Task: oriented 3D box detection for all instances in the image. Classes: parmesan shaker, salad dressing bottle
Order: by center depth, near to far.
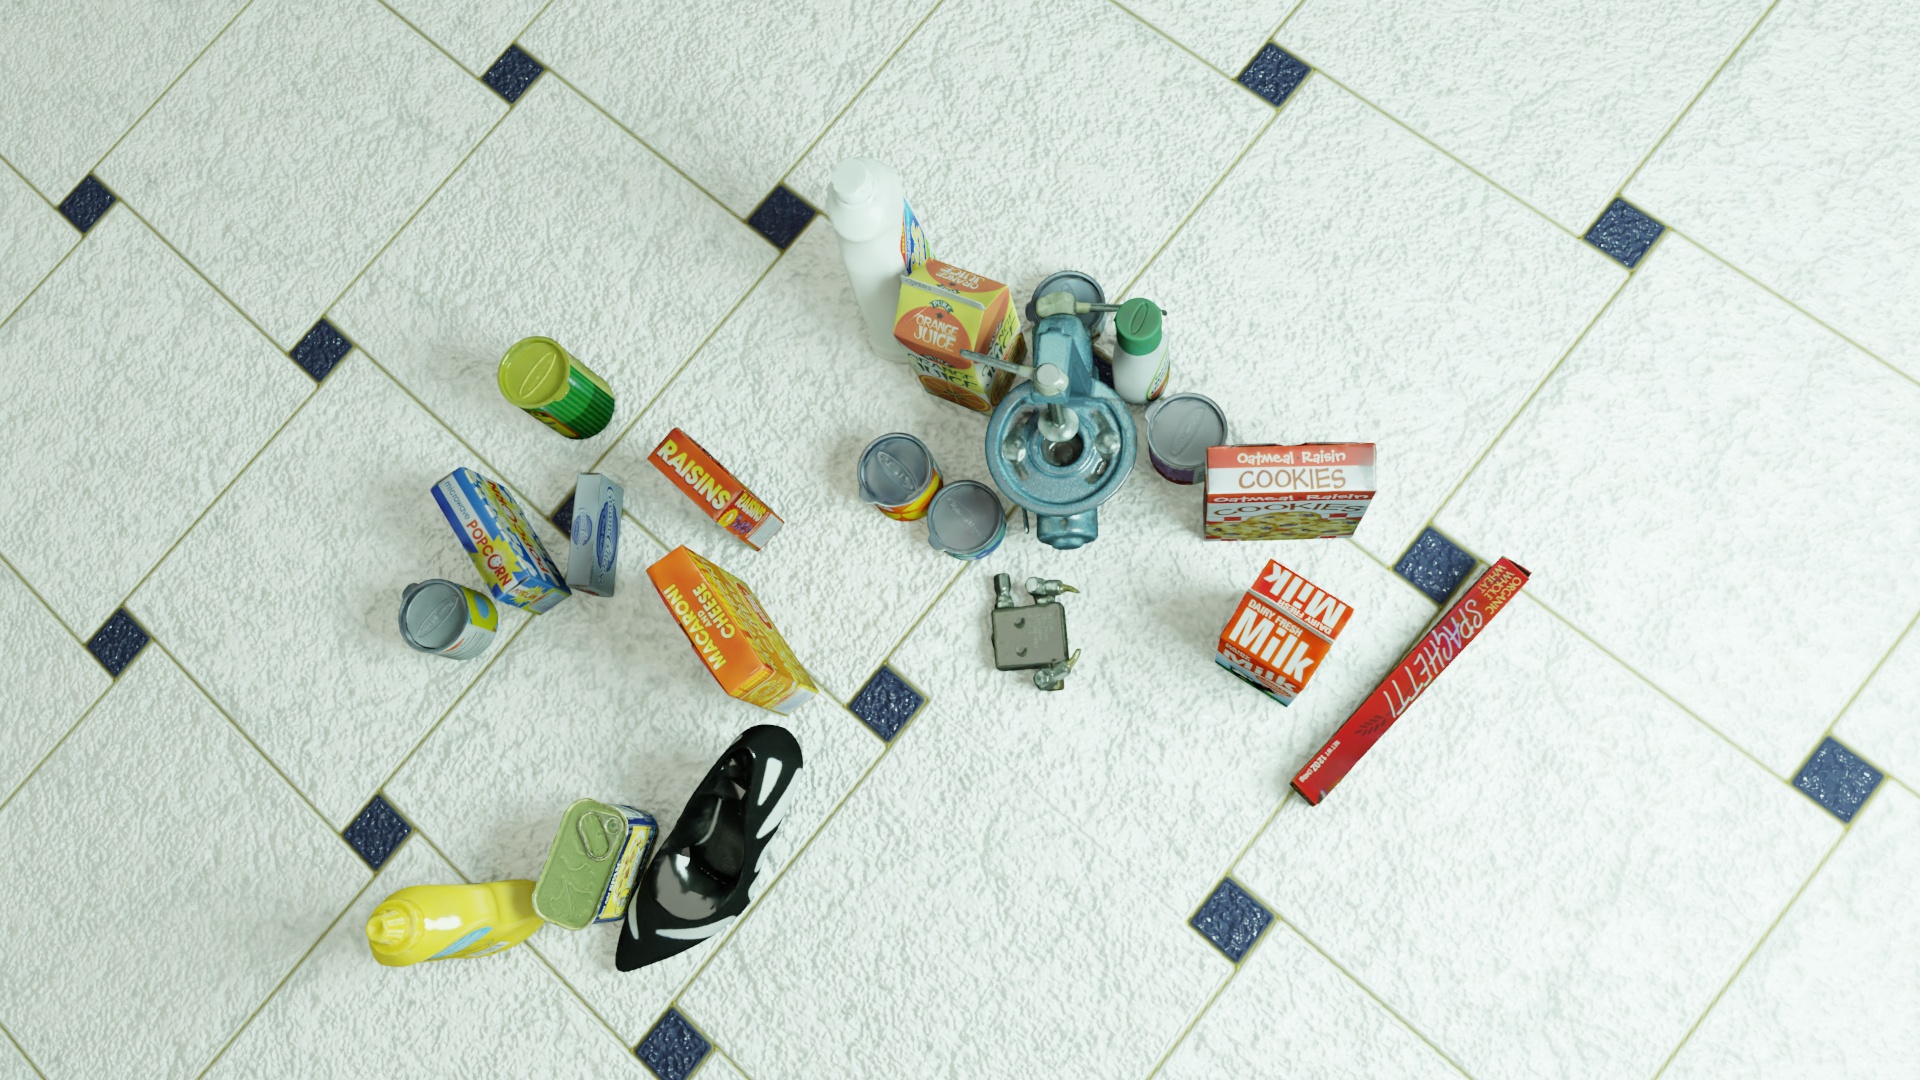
[{"bbox_3d":[0.149,-0.156,1.147,0.044,0.147,0.064,22,82,13],"label":"salad dressing bottle"},{"bbox_3d":[-0.358,-0.133,1.245,0.071,0.103,0.071,-2,77,9],"label":"parmesan shaker"}]

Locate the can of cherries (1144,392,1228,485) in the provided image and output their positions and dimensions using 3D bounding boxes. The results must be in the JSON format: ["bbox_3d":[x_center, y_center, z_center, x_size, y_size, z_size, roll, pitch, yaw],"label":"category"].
[{"bbox_3d":[0.189,-0.087,1.171,0.071,0.058,0.071,-2,77,9],"label":"can of cherries"}]

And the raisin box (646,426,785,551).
[{"bbox_3d":[-0.207,-0.042,1.190,0.086,0.123,0.040,42,87,15],"label":"raisin box"}]

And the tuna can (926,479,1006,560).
[{"bbox_3d":[0.004,-0.015,1.197,0.071,0.032,0.071,-2,77,9],"label":"tuna can"}]

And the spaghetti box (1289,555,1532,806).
[{"bbox_3d":[0.356,0.112,1.102,0.029,0.050,0.250,43,87,15],"label":"spaghetti box"}]

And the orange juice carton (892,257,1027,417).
[{"bbox_3d":[0.000,-0.171,1.151,0.072,0.192,0.073,22,82,13],"label":"orange juice carton"}]

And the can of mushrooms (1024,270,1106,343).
[{"bbox_3d":[0.094,-0.201,1.226,0.071,0.033,0.071,-2,77,9],"label":"can of mushrooms"}]

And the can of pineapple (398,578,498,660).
[{"bbox_3d":[-0.456,0.070,1.237,0.071,0.057,0.071,-2,77,9],"label":"can of pineapple"}]

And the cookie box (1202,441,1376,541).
[{"bbox_3d":[0.254,-0.036,1.092,0.123,0.167,0.040,-1,77,9],"label":"cookie box"}]

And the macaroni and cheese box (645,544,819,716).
[{"bbox_3d":[-0.183,0.078,1.136,0.040,0.166,0.124,-37,74,0],"label":"macaroni and cheese box"}]

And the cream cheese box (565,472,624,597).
[{"bbox_3d":[-0.325,-0.004,1.236,0.024,0.053,0.104,0,77,9],"label":"cream cheese box"}]

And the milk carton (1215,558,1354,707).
[{"bbox_3d":[0.244,0.071,1.057,0.072,0.190,0.073,32,84,14],"label":"milk carton"}]

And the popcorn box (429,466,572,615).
[{"bbox_3d":[-0.406,0.001,1.231,0.038,0.085,0.127,-36,74,0],"label":"popcorn box"}]

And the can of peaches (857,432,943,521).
[{"bbox_3d":[-0.053,-0.053,1.201,0.071,0.058,0.071,-2,77,9],"label":"can of peaches"}]
